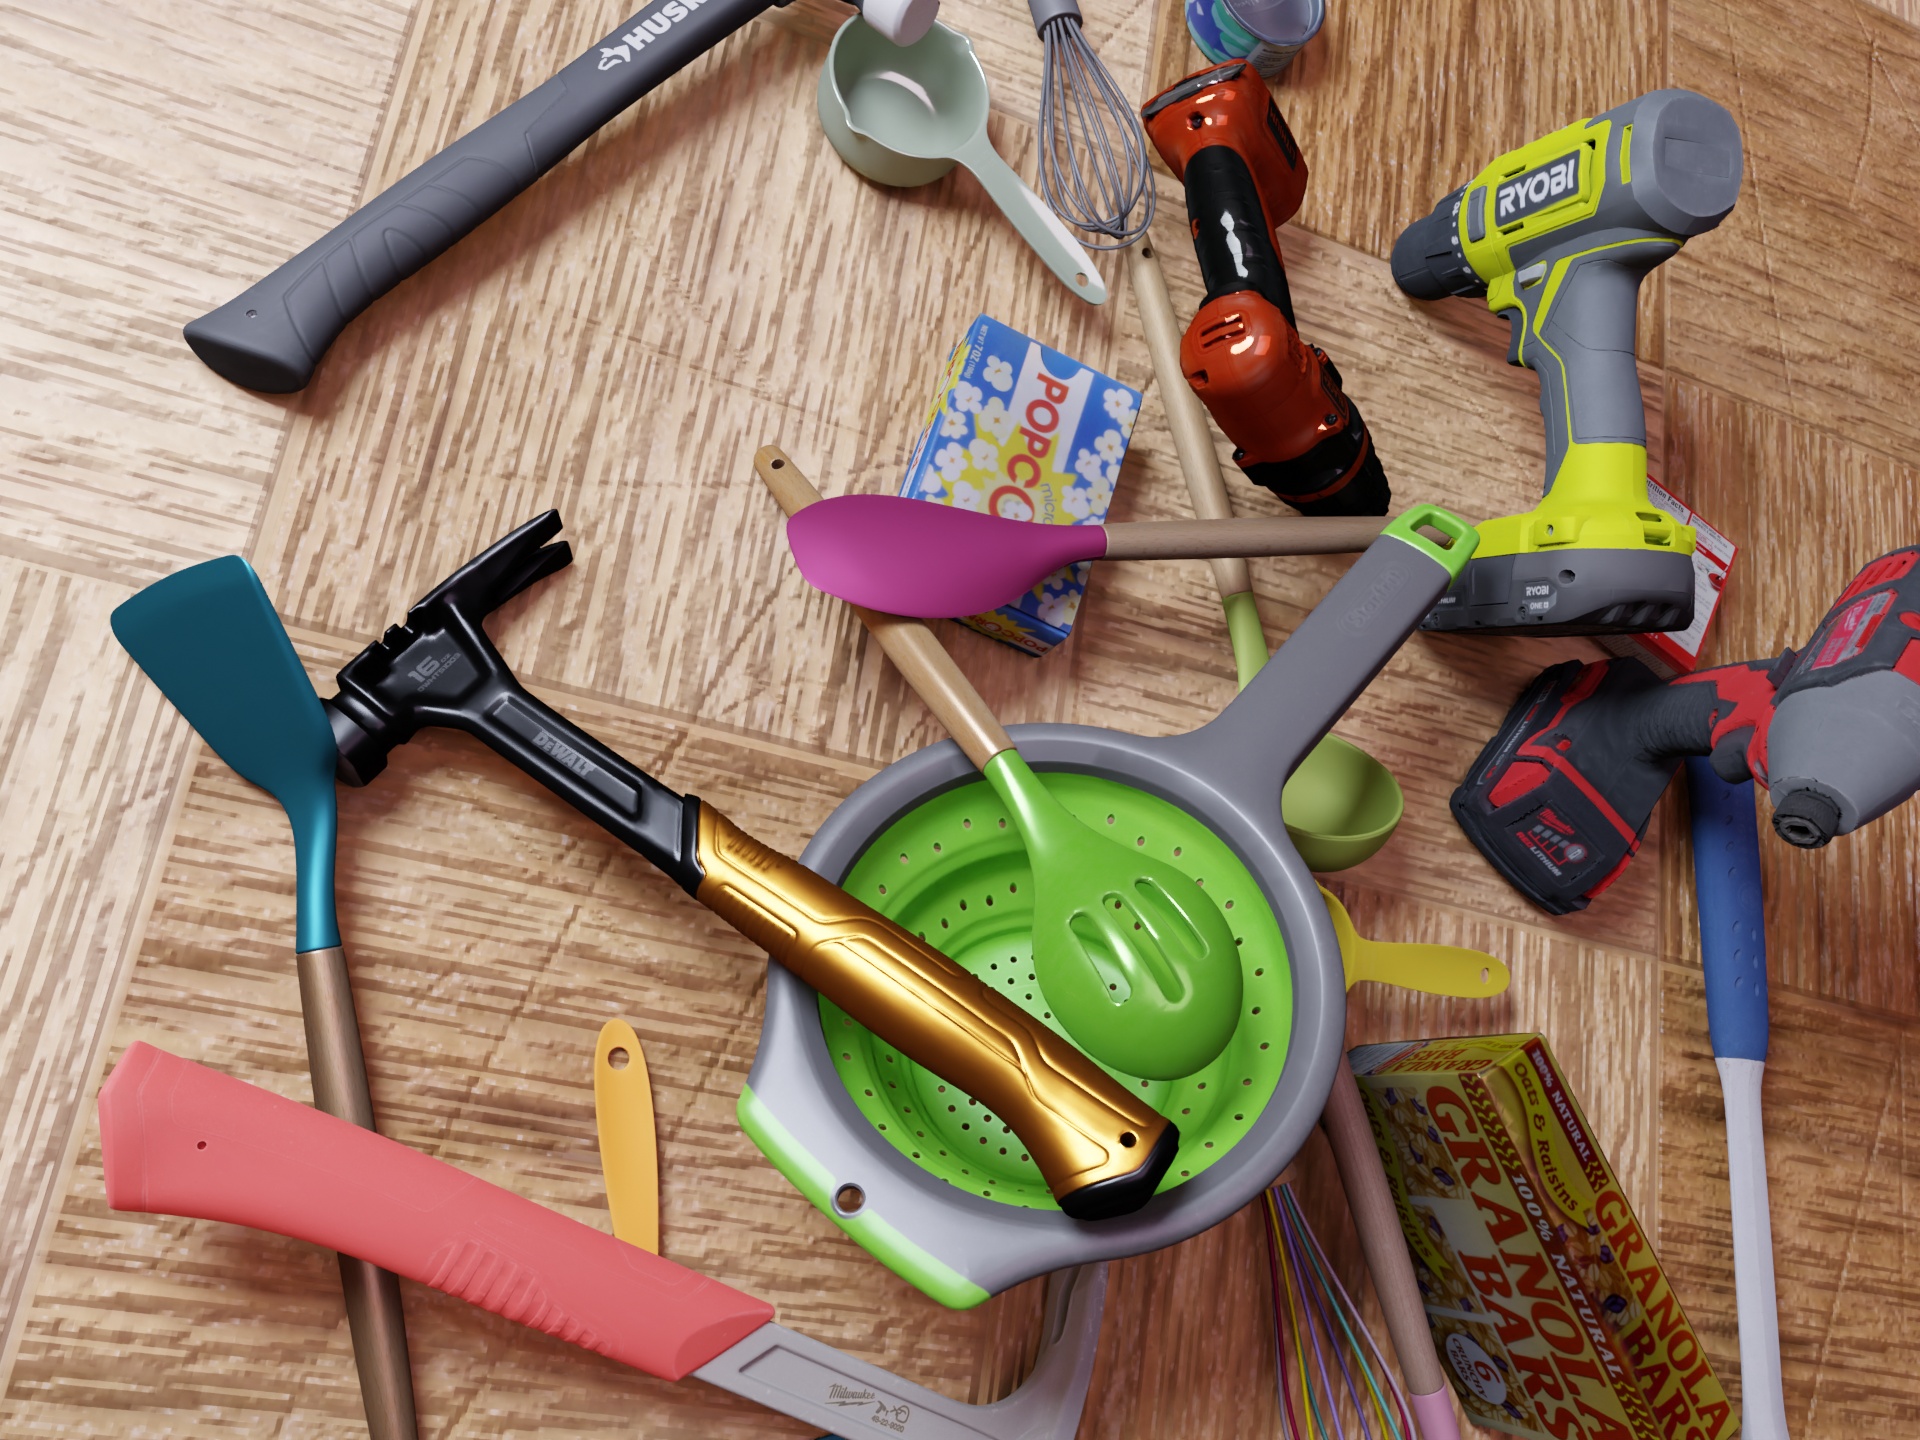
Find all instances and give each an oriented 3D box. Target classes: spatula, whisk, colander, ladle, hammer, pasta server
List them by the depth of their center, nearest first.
[{"bbox_3d":[-0.224,0.106,0.539,0.044,0.082,0.317,-3,79,-59],"label":"spatula"},{"bbox_3d":[-0.109,0.189,0.540,0.358,0.037,0.149,32,63,-20],"label":"hammer"},{"bbox_3d":[-0.068,0.051,0.550,0.337,0.034,0.127,33,63,16],"label":"hammer"},{"bbox_3d":[0.086,0.057,0.632,0.205,0.094,0.397,36,63,20],"label":"colander"},{"bbox_3d":[-0.170,-0.247,0.646,0.146,0.035,0.335,40,70,13],"label":"hammer"},{"bbox_3d":[0.190,0.244,0.649,0.040,0.060,0.316,-17,91,4],"label":"pasta server"},{"bbox_3d":[0.135,0.214,0.658,0.047,0.051,0.245,-13,78,-19],"label":"whisk"},{"bbox_3d":[0.125,-0.086,0.725,0.078,0.062,0.320,-8,77,-23],"label":"ladle"},{"bbox_3d":[0.044,-0.333,0.765,0.055,0.055,0.239,-8,75,-23],"label":"whisk"},{"bbox_3d":[0.382,0.176,0.770,0.144,0.035,0.406,10,73,-19],"label":"hammer"}]

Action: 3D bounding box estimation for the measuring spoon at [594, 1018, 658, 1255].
[{"bbox_3d":[-0.122,0.169,0.586,0.021,0.011,0.117,-3,74,-22],"label":"measuring spoon"}]

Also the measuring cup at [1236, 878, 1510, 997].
[{"bbox_3d":[0.178,0.106,0.696,0.156,0.029,0.062,12,80,-30],"label":"measuring cup"}]

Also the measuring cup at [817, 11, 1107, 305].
[{"bbox_3d":[0.002,-0.248,0.728,0.167,0.038,0.083,47,65,-7],"label":"measuring cup"}]

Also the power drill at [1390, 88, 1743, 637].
[{"bbox_3d":[0.268,-0.155,0.746,0.080,0.190,0.228,2,90,-22],"label":"power drill"}]

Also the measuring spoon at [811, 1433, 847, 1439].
[{"bbox_3d":[-0.060,0.274,0.573,0.128,0.021,0.042,-6,79,-22],"label":"measuring spoon"}]

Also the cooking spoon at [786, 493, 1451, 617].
[{"bbox_3d":[0.081,-0.076,0.672,0.318,0.017,0.069,-4,52,-25],"label":"cooking spoon"}]

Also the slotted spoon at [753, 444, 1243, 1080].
[{"bbox_3d":[-0.001,-0.002,0.596,0.070,0.031,0.314,-28,60,-15],"label":"slotted spoon"}]

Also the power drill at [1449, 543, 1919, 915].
[{"bbox_3d":[0.323,0.013,0.686,0.078,0.219,0.143,45,65,-6],"label":"power drill"}]
